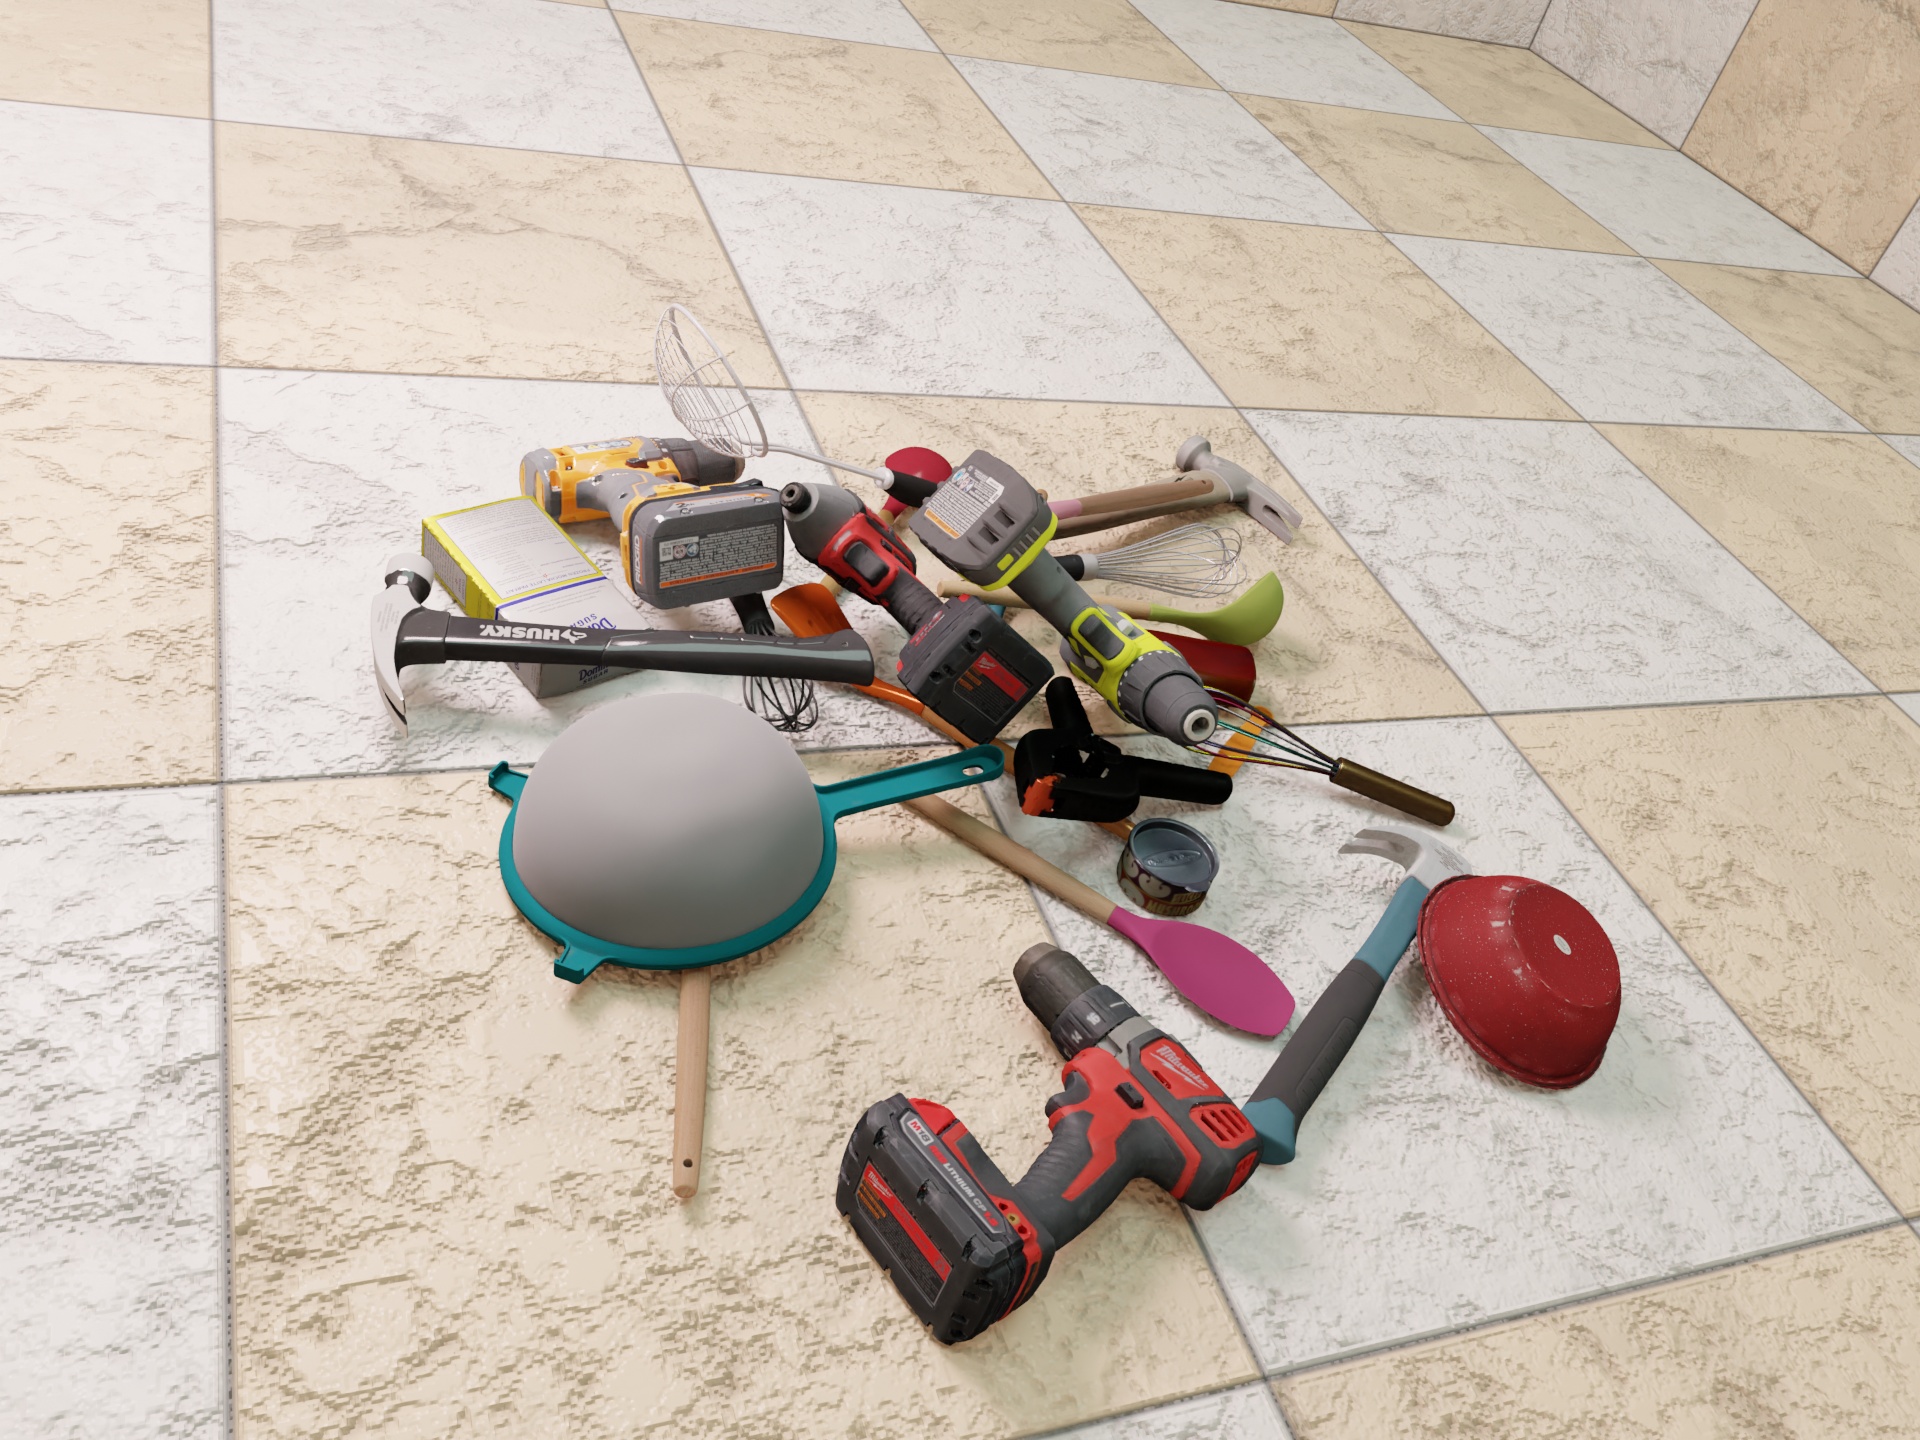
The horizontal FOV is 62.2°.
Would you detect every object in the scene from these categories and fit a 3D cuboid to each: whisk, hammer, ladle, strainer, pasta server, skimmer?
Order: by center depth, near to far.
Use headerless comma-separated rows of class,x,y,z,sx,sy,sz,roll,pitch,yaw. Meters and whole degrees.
strainer,-0.122,0.034,1.009,0.340,0.095,0.211,-13,43,-22
hammer,0.264,0.177,1.052,0.128,0.033,0.331,43,46,8
hammer,-0.225,-0.045,1.074,0.334,0.035,0.146,3,45,-11
whisk,-0.154,-0.069,1.195,0.055,0.055,0.239,-1,38,-22
whisk,0.268,0.033,1.230,0.245,0.051,0.047,22,79,-6
skimmer,-0.093,-0.234,1.278,0.363,0.090,0.127,10,26,-45
ladle,0.127,-0.102,1.294,0.320,0.078,0.062,4,64,-25
whisk,0.128,-0.130,1.333,0.284,0.070,0.070,-6,44,-33
ladle,-0.074,-0.160,1.347,0.069,0.031,0.316,26,41,4
pasta server,0.120,-0.189,1.352,0.316,0.040,0.060,-15,63,-42
hammer,0.140,-0.182,1.416,0.410,0.038,0.146,-18,51,-43

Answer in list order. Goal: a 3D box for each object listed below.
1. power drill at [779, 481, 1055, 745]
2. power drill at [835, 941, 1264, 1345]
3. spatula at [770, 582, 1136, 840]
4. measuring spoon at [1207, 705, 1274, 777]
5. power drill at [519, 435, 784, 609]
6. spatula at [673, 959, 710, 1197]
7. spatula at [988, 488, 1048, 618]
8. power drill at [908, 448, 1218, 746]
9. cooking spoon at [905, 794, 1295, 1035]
power drill,-0.043,-0.090,1.137,0.220,0.078,0.143,46,5,35
power drill,0.040,0.222,0.895,0.226,0.080,0.188,-17,50,-39
spatula,-0.002,-0.004,1.174,0.323,0.041,0.081,31,25,14
measuring spoon,0.218,0.022,1.253,0.021,0.011,0.117,33,45,12
power drill,-0.216,-0.168,1.234,0.185,0.084,0.226,-15,32,-33
spatula,-0.160,0.146,0.954,0.059,0.018,0.316,5,39,-11
spatula,0.045,-0.126,1.336,0.082,0.044,0.318,22,37,-1
power drill,0.081,-0.077,1.124,0.228,0.080,0.191,42,3,-27
cooking spoon,0.081,0.118,1.077,0.319,0.017,0.069,31,43,15
